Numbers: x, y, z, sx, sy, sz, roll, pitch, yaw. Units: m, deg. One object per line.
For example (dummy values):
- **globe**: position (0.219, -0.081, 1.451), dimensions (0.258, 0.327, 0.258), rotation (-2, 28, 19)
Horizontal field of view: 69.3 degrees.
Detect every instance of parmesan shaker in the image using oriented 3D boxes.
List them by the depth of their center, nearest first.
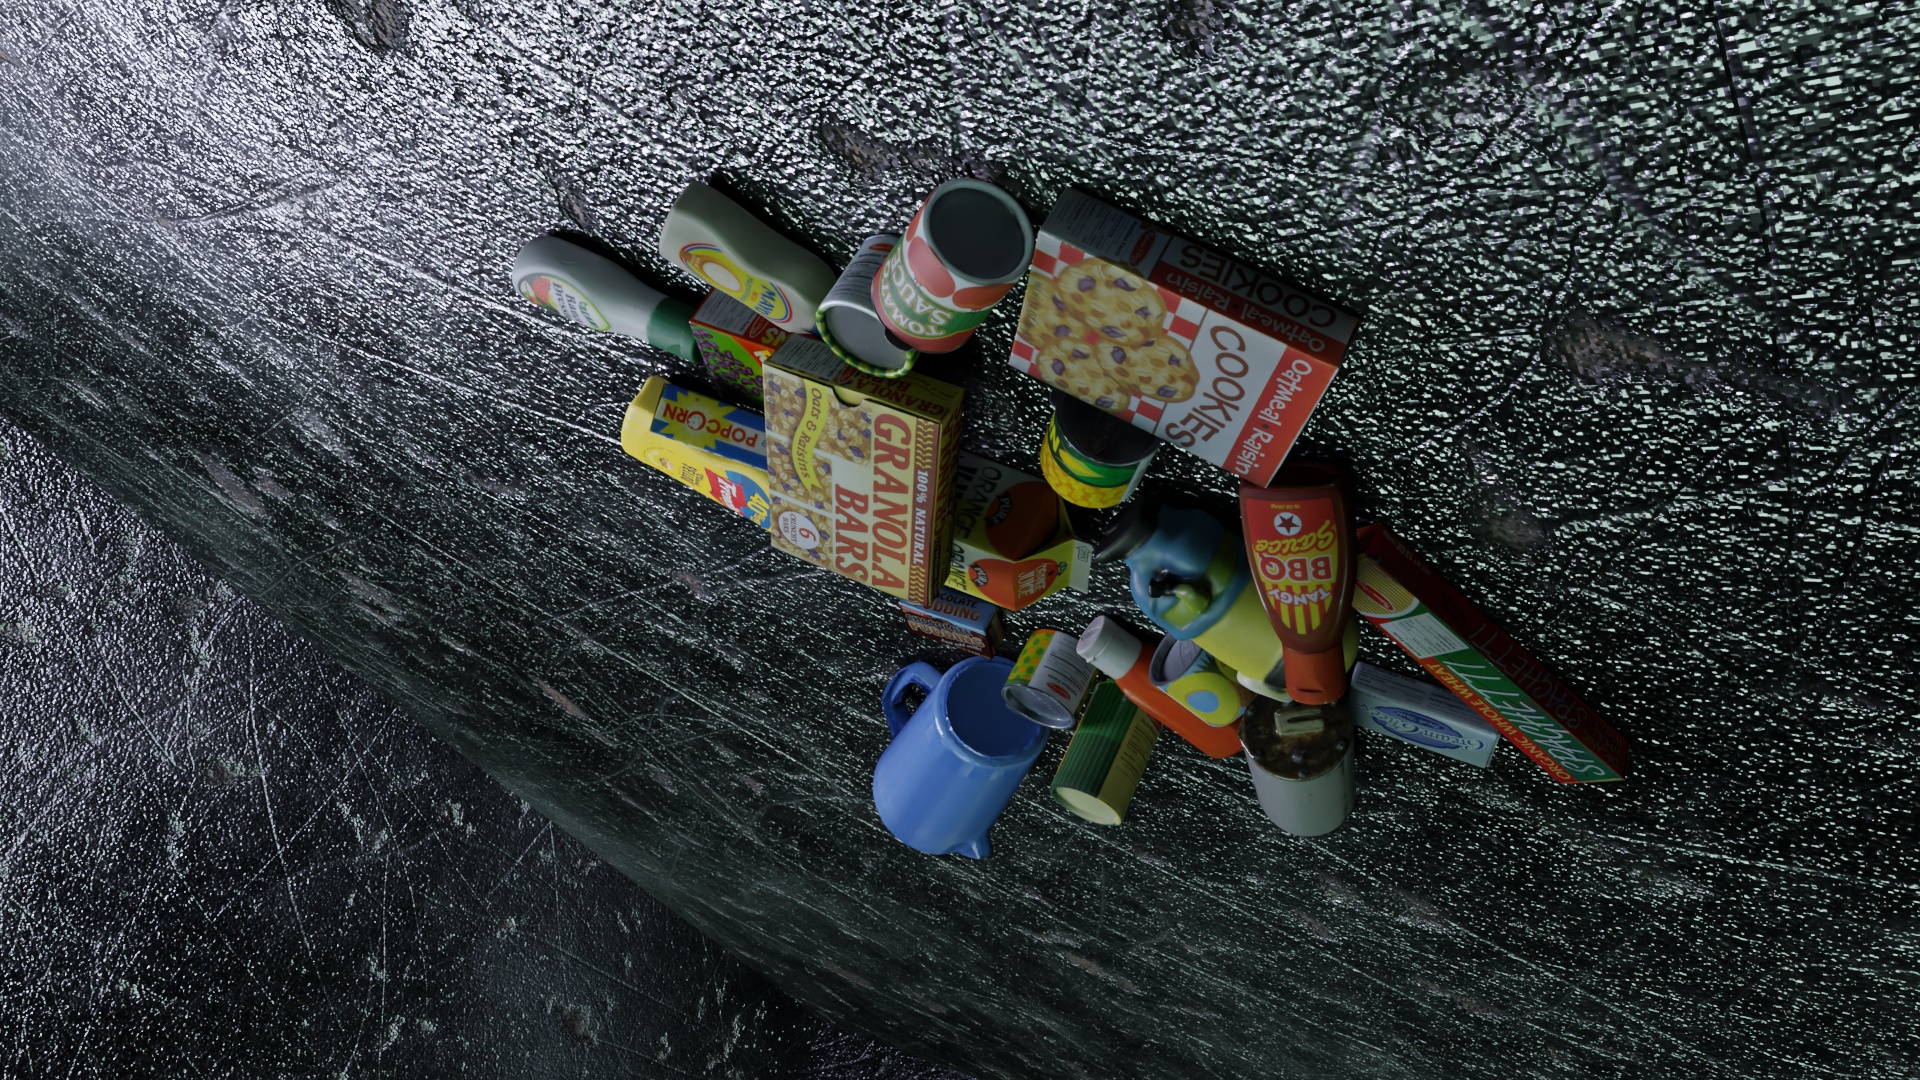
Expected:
- **parmesan shaker**: position (0.123, 0.177, 1.166), dimensions (0.071, 0.103, 0.071), rotation (23, 152, 13)

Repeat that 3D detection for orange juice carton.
- **orange juice carton**: position (0.004, -0.012, 0.989), dimensions (0.193, 0.073, 0.071), rotation (21, 151, 15)

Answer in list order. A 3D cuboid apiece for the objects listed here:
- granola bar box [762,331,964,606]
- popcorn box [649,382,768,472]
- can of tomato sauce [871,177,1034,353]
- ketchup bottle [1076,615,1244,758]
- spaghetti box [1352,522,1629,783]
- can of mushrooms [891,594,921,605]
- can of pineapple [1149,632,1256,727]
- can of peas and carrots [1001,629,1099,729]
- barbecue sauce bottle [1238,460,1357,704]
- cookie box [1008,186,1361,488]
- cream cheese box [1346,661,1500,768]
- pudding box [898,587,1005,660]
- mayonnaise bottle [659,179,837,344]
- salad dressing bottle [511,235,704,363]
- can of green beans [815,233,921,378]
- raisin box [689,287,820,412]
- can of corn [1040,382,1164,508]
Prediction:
- **granola bar box**: position (-0.065, -0.043, 0.907), dimensions (0.124, 0.039, 0.164), rotation (20, 137, 15)
- **popcorn box**: position (-0.155, -0.075, 1.011), dimensions (0.127, 0.038, 0.085), rotation (19, -177, -4)
- **can of tomato sauce**: position (-0.006, -0.150, 0.767), dimensions (0.071, 0.071, 0.082), rotation (34, 152, -9)
- **ketchup bottle**: position (0.160, 0.115, 1.089), dimensions (0.149, 0.044, 0.064), rotation (35, 151, -11)
- **spaghetti box**: position (0.327, 0.077, 0.882), dimensions (0.250, 0.029, 0.050), rotation (38, 152, -16)
- **can of mushrooms**: position (-0.045, 0.020, 1.134), dimensions (0.071, 0.033, 0.070), rotation (22, 152, 12)
- **can of pineapple**: position (0.181, 0.092, 1.008), dimensions (0.058, 0.071, 0.070), rotation (36, 152, -14)
- **can of peas and carrots**: position (0.075, 0.116, 1.156), dimensions (0.071, 0.059, 0.070), rotation (23, 153, 13)
- **barbecue sauce bottle**: position (0.207, 0.027, 0.832), dimensions (0.065, 0.044, 0.148), rotation (1, 117, 27)
- **cookie box**: position (0.116, -0.108, 0.756), dimensions (0.167, 0.040, 0.122), rotation (26, 153, 7)
- **cream cheese box**: position (0.322, 0.121, 0.968), dimensions (0.104, 0.024, 0.053), rotation (18, 151, 20)
- **pudding box**: position (-0.007, 0.066, 1.180), dimensions (0.084, 0.030, 0.049), rotation (18, 150, 20)
- **mayonnaise bottle**: position (-0.116, -0.165, 0.876), dimensions (0.148, 0.041, 0.064), rotation (32, 153, -7)
- **salad dressing bottle**: position (-0.244, -0.170, 0.987), dimensions (0.148, 0.044, 0.064), rotation (23, 153, 11)
- **can of green beans**: position (-0.045, -0.140, 0.833), dimensions (0.071, 0.058, 0.071), rotation (22, 152, 13)
- **raisin box**: position (-0.116, -0.120, 0.957), dimensions (0.123, 0.040, 0.085), rotation (20, 151, 19)
- **can of corn**: position (0.082, -0.062, 0.837), dimensions (0.071, 0.071, 0.058), rotation (26, 153, 5)
